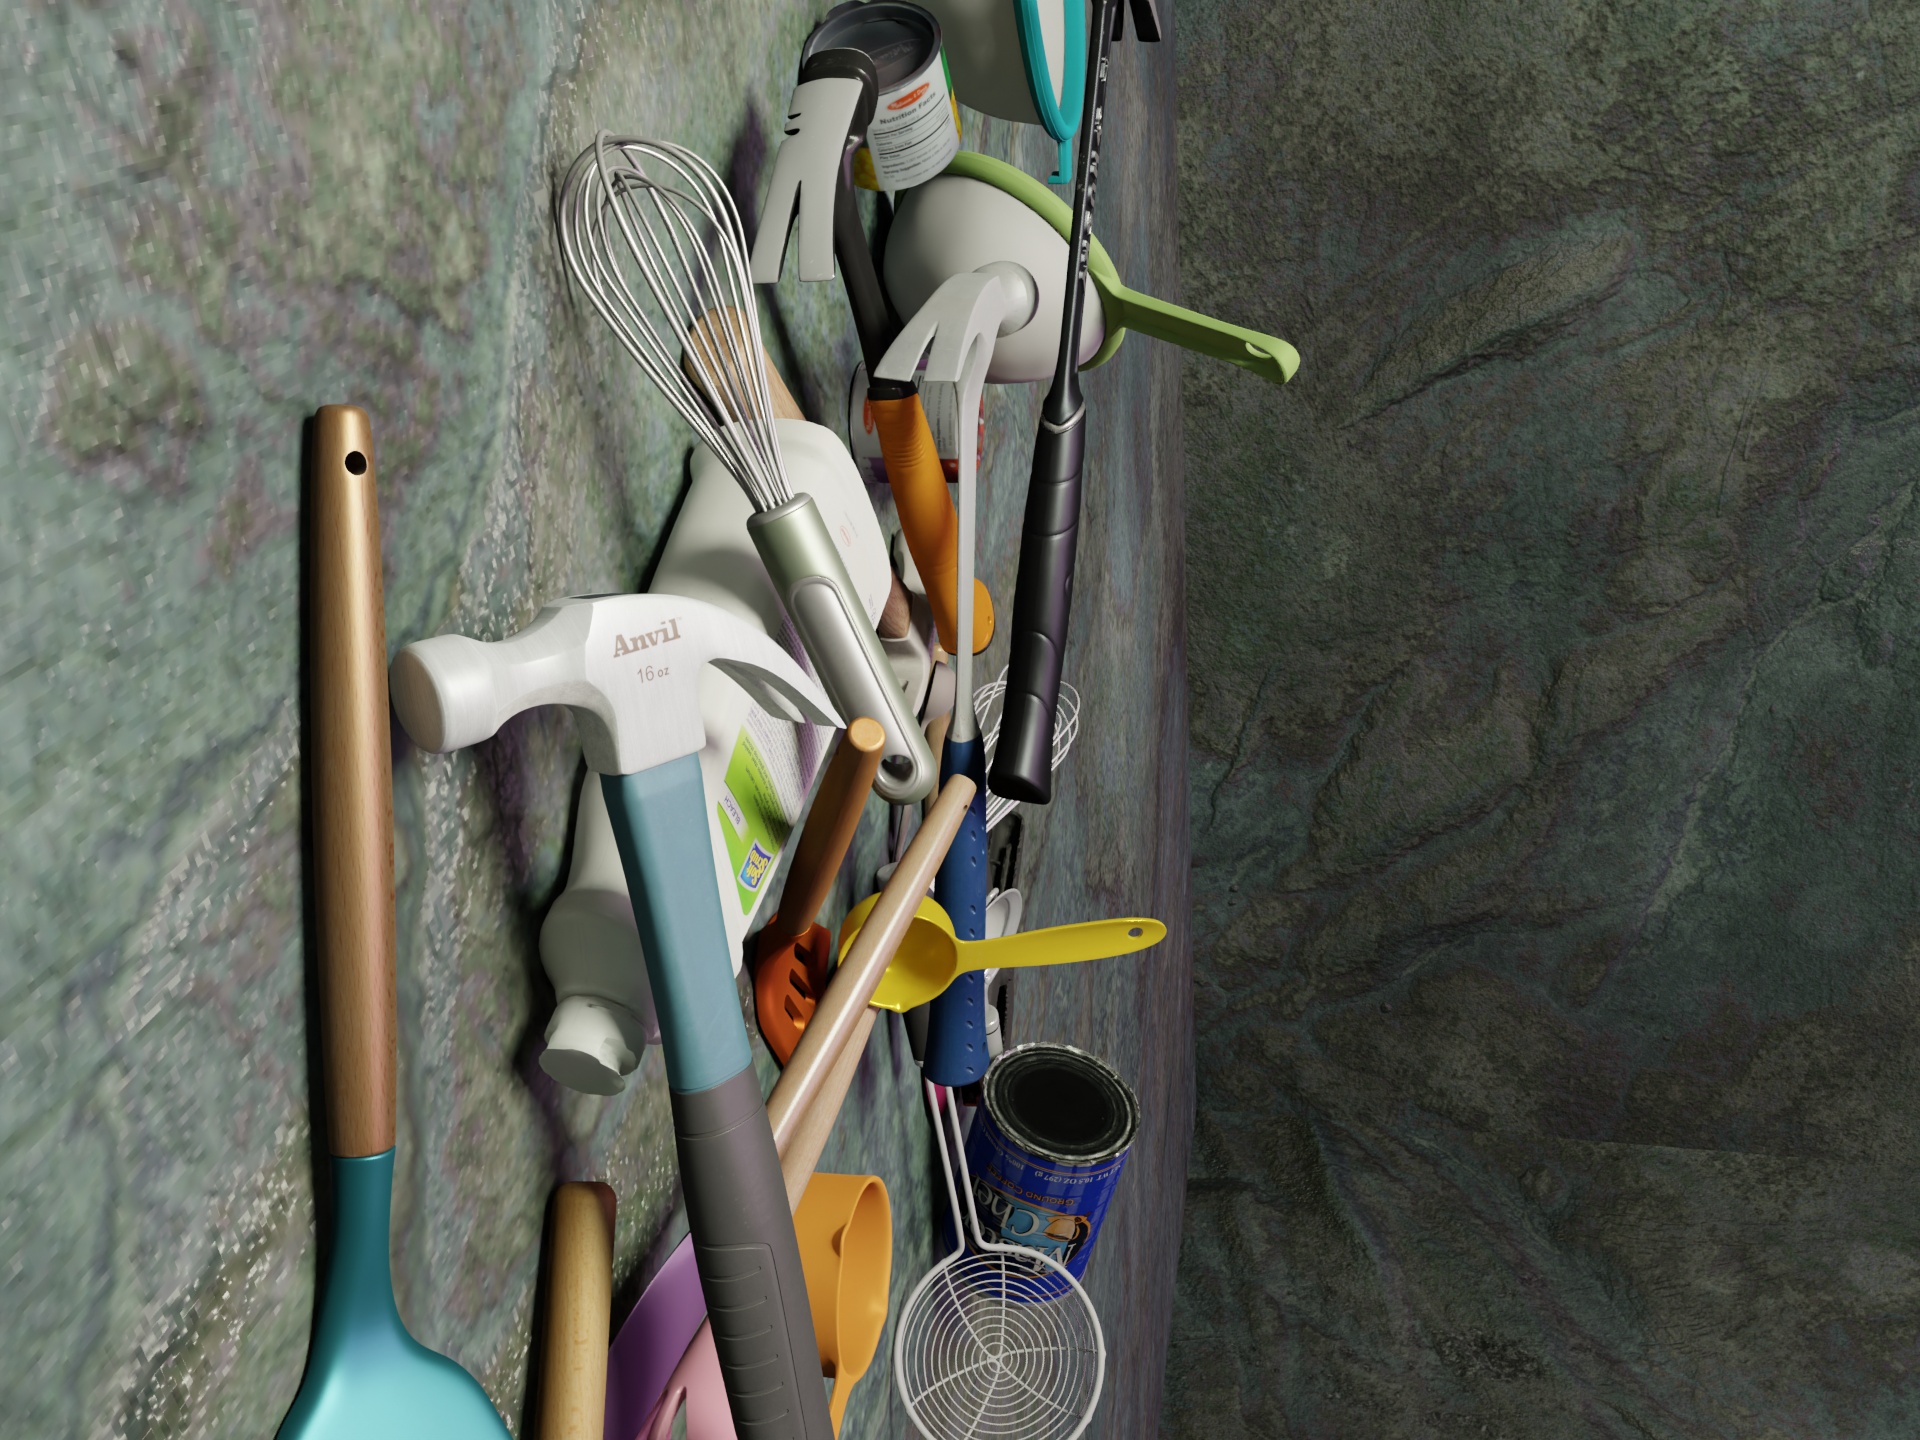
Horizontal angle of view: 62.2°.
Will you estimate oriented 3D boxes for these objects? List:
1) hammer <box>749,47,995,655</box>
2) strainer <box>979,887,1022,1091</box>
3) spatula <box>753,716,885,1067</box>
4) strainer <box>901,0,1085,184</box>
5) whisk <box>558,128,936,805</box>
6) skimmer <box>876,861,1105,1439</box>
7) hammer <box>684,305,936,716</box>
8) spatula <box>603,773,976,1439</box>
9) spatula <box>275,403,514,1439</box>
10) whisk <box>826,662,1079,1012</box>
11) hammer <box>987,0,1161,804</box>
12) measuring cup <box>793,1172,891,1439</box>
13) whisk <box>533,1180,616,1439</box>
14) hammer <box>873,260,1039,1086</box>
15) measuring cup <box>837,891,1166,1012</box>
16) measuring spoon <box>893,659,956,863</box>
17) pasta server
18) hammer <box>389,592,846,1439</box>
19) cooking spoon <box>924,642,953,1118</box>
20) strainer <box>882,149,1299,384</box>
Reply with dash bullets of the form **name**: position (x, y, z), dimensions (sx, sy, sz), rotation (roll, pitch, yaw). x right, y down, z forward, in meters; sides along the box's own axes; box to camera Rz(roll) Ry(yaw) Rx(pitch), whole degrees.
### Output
- **hammer**: position (-0.027, -0.132, 0.749), dimensions (0.336, 0.034, 0.127), rotation (71, 22, -55)
- **strainer**: position (0.012, 0.186, 1.013), dimensions (0.087, 0.050, 0.258), rotation (-45, 144, -34)
- **spatula**: position (-0.055, 0.073, 0.641), dimensions (0.322, 0.041, 0.081), rotation (117, -16, -62)
- **strainer**: position (-0.007, -0.442, 0.815), dimensions (0.340, 0.095, 0.211), rotation (48, 42, -69)
- **whisk**: position (-0.064, -0.078, 0.534), dimensions (0.059, 0.058, 0.246), rotation (-82, 149, -70)
- **skimmer**: position (0.001, 0.261, 0.921), dimensions (0.090, 0.127, 0.363), rotation (-122, -160, -71)
- **hammer**: position (-0.059, -0.091, 0.759), dimensions (0.331, 0.031, 0.130), rotation (56, 37, -68)
- **spatula**: position (-0.066, 0.145, 0.613), dimensions (0.316, 0.018, 0.059), rotation (-60, 156, -30)
- **spatula**: position (-0.141, 0.082, 0.392), dimensions (0.082, 0.044, 0.317), rotation (-5, 95, -50)
- **whisk**: position (-0.008, 0.066, 0.880), dimensions (0.285, 0.070, 0.070), rotation (-57, 149, -40)
- **hammer**: position (0.049, -0.162, 0.735), dimensions (0.149, 0.036, 0.409), rotation (-20, 117, -75)
- **measuring cup**: position (-0.074, 0.282, 0.692), dimensions (0.095, 0.052, 0.174), rotation (76, 22, -50)
- **whisk**: position (-0.122, 0.272, 0.500), dimensions (0.051, 0.047, 0.245), rotation (43, 47, -71)
- **hammer**: position (-0.001, -0.002, 0.757), dimensions (0.144, 0.035, 0.405), rotation (-52, 146, -63)
- **measuring cup**: position (0.019, 0.101, 0.756), dimensions (0.029, 0.156, 0.062), rotation (-106, -168, -57)
- **measuring spoon**: position (-0.020, 0.026, 0.915), dimensions (0.034, 0.018, 0.124), rotation (-96, -162, -76)
- **pasta server**: position (-0.071, 0.204, 0.676), dimensions (0.040, 0.060, 0.316), rotation (56, 30, -21)
- **hammer**: position (-0.076, 0.121, 0.490), dimensions (0.128, 0.033, 0.331), rotation (-22, 111, -42)
- **cooking spoon**: position (-0.013, 0.107, 1.010), dimensions (0.069, 0.017, 0.318), rotation (-49, 140, -70)
- **strainer**: position (0.051, -0.207, 0.838), dimensions (0.069, 0.256, 0.151), rotation (-52, 149, -18)
